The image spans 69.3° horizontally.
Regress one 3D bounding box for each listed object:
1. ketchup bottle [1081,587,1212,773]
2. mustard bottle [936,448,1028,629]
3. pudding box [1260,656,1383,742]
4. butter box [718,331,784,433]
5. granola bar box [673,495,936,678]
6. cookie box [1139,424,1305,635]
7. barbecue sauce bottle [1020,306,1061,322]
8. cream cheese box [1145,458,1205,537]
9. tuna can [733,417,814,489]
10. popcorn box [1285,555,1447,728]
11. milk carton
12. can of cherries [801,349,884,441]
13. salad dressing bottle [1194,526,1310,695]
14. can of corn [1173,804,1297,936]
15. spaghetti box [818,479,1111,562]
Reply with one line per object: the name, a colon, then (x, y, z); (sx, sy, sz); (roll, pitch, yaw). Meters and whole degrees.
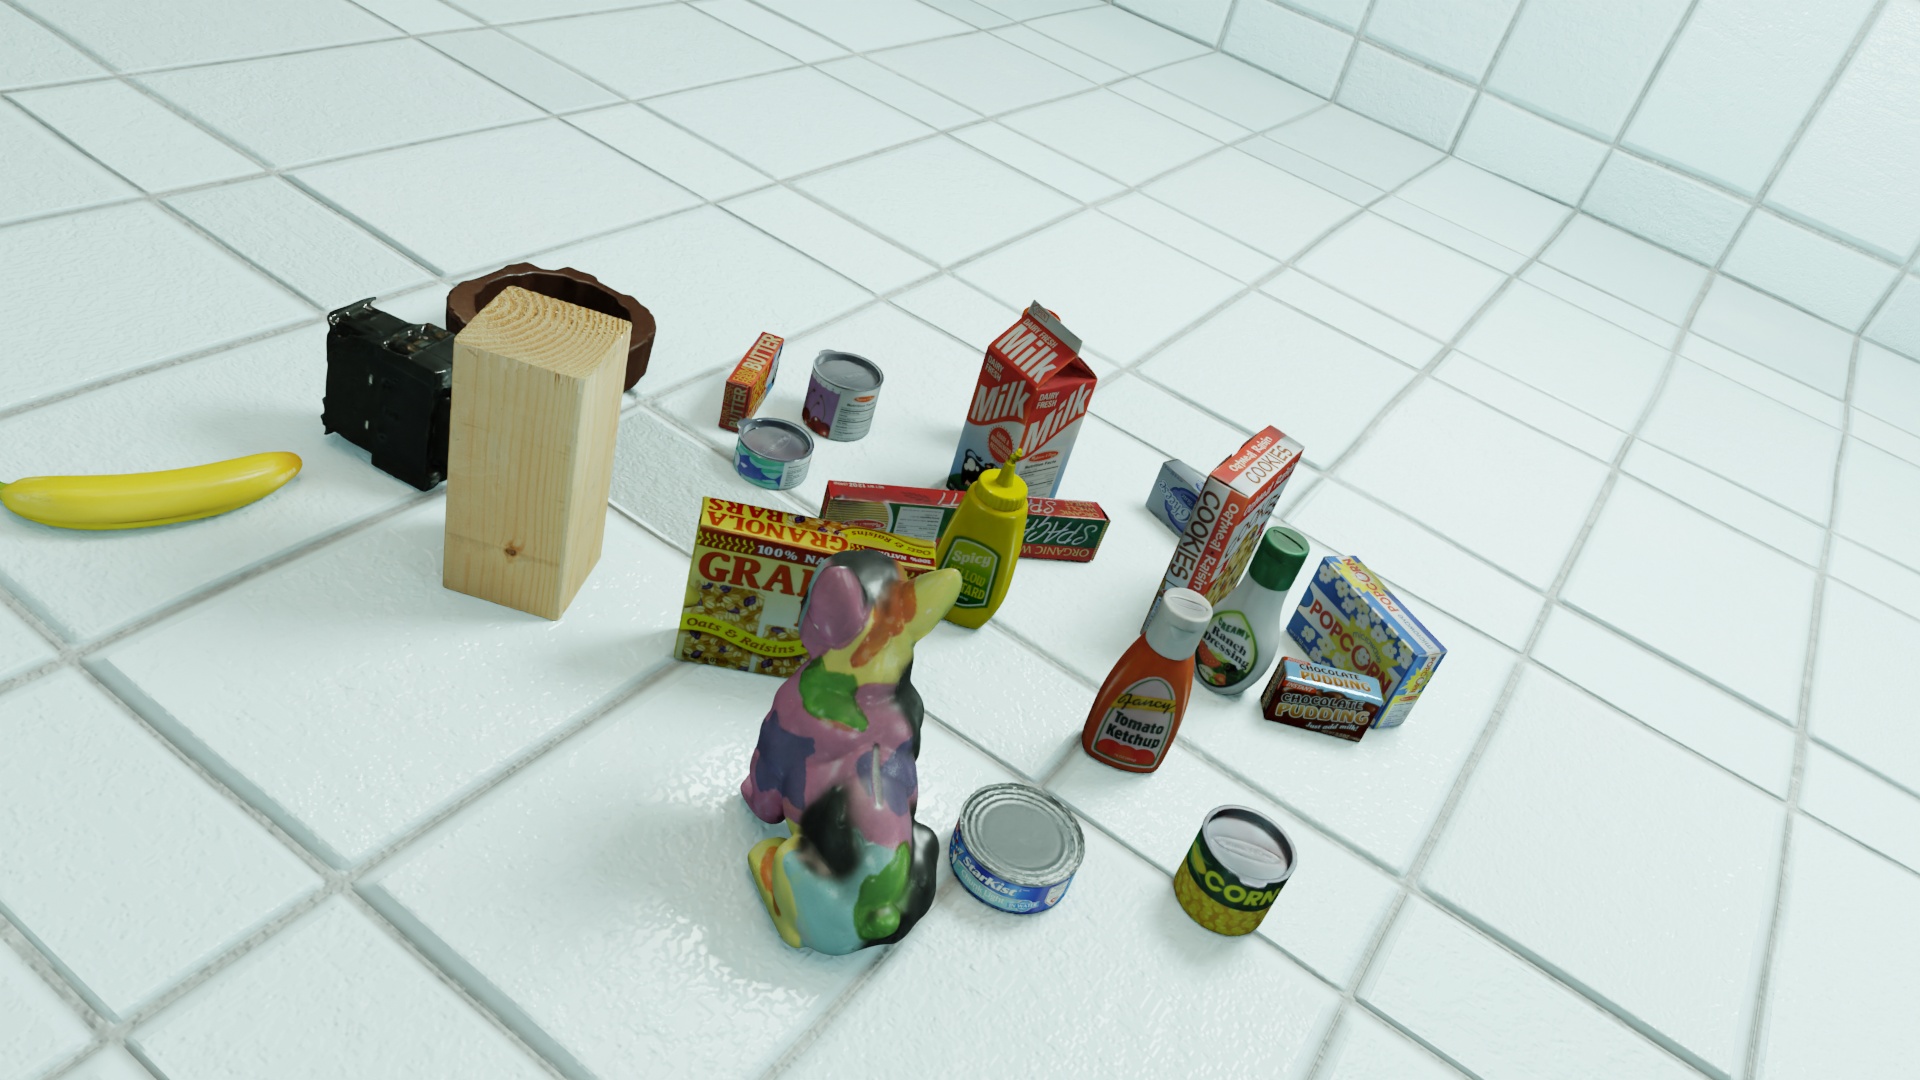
ketchup bottle: (0.138, 0.100, 0.996); (0.065, 0.148, 0.044); (17, 35, -2)
mustard bottle: (0.019, -0.005, 1.077); (0.065, 0.159, 0.049); (22, 35, 6)
pudding box: (0.289, 0.127, 1.113); (0.084, 0.049, 0.030); (14, 35, -5)
butter box: (-0.190, -0.145, 1.267); (0.024, 0.052, 0.104); (19, 35, 1)
granola bar box: (-0.111, 0.043, 0.984); (0.166, 0.123, 0.039); (11, 35, -10)
cookie box: (0.216, -0.002, 1.154); (0.040, 0.166, 0.123); (32, 37, 19)
barbecue sauce bottle: (0.056, -0.146, 1.295); (0.065, 0.147, 0.044); (29, 36, 15)
cream cheese box: (0.220, -0.024, 1.285); (0.024, 0.053, 0.104); (-14, 46, -37)
tuna can: (-0.164, -0.076, 1.203); (0.071, 0.032, 0.071); (12, 35, -9)
popcorn box: (0.338, 0.083, 1.163); (0.038, 0.084, 0.127); (-5, 41, -29)
milk carton: (0.057, -0.110, 1.210); (0.074, 0.189, 0.072); (-13, 45, -37)
can of cherries: (-0.110, -0.135, 1.284); (0.071, 0.058, 0.072); (12, 35, -9)
salad dressing bottle: (0.231, 0.056, 1.099); (0.064, 0.146, 0.044); (38, 40, 27)
can of corn: (0.183, 0.222, 0.928); (0.071, 0.058, 0.071); (12, 35, -9)
spaghetti box: (0.004, -0.015, 1.179); (0.250, 0.049, 0.029); (4, 37, -19)
